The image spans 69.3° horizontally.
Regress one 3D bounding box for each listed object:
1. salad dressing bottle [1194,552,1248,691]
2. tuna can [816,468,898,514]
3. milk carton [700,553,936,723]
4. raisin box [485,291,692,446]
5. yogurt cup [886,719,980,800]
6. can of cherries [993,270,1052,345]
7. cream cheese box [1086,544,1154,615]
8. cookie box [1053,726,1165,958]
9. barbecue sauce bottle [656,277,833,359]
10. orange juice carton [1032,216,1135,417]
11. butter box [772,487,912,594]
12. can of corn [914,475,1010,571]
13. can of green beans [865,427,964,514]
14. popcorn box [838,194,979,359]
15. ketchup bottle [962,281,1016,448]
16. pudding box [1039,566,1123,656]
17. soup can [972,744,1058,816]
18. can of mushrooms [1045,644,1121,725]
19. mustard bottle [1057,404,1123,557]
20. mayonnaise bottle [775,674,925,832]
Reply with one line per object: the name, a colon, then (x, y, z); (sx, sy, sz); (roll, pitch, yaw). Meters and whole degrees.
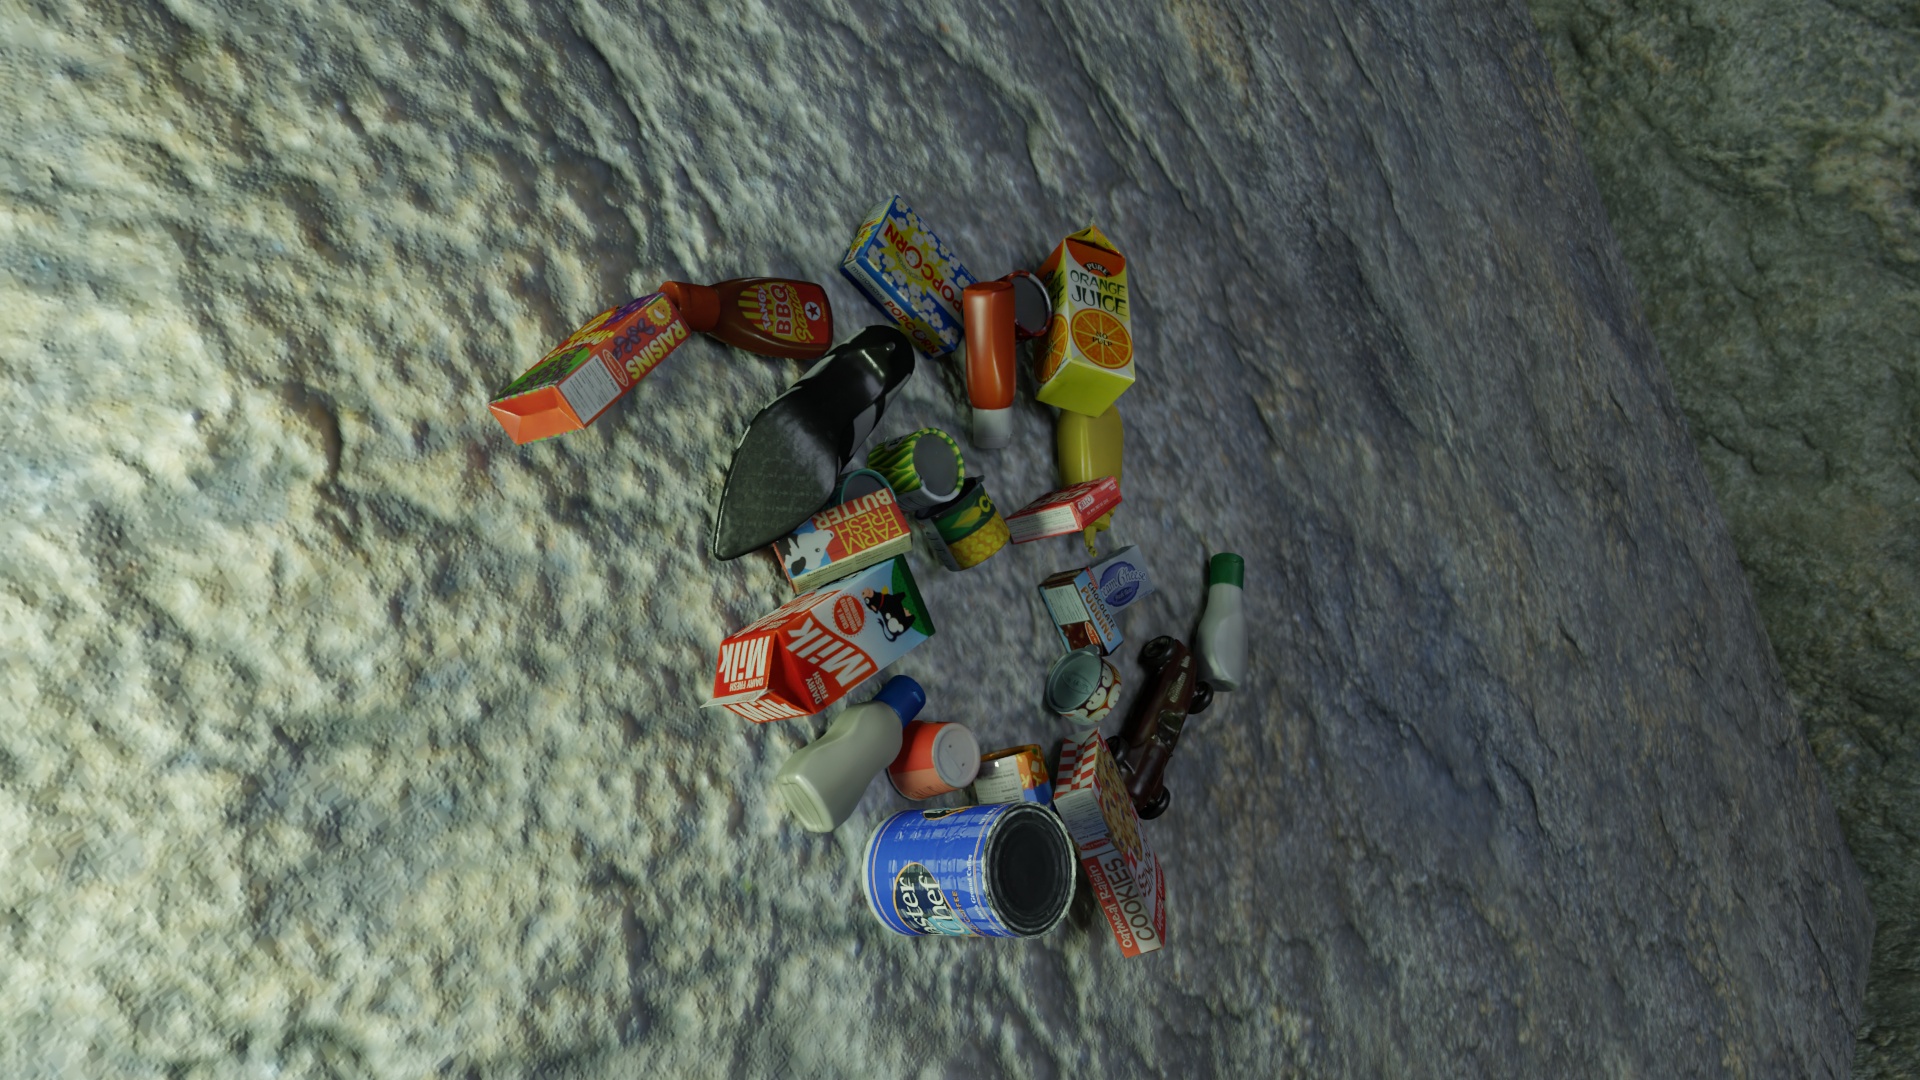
salad dressing bottle: (0.282, 0.087, 1.491); (0.064, 0.044, 0.148); (28, 59, -35)
tuna can: (-0.087, -0.028, 1.161); (0.071, 0.032, 0.071); (14, 70, -42)
milk carton: (-0.113, 0.083, 1.077); (0.191, 0.072, 0.073); (-31, 102, -45)
raisin box: (-0.260, -0.122, 0.977); (0.124, 0.086, 0.040); (-52, 122, -39)
yogurt cup: (-0.020, 0.181, 1.155); (0.072, 0.054, 0.072); (13, 70, -41)
can of cherries: (0.044, -0.216, 1.325); (0.071, 0.058, 0.071); (15, 69, -42)
cream cheese box: (0.149, 0.044, 1.382); (0.104, 0.024, 0.053); (-25, 96, -46)
cookie box: (0.138, 0.270, 1.253); (0.123, 0.040, 0.167); (-66, 133, -71)
barbecue sauce bottle: (-0.172, -0.181, 1.111); (0.149, 0.043, 0.065); (-1, 79, -45)
orange juice carton: (0.117, -0.225, 1.365); (0.073, 0.071, 0.193); (13, 58, -22)
butter box: (-0.094, 0.000, 1.102); (0.104, 0.024, 0.053); (-22, 57, -12)
can of corn: (0.004, -0.015, 1.222); (0.071, 0.071, 0.058); (-46, 113, -41)
can of green beans: (-0.039, -0.060, 1.200); (0.071, 0.057, 0.071); (14, 69, -42)
popcorn box: (-0.043, -0.237, 1.259); (0.126, 0.038, 0.085); (43, 52, -28)
ketchup bottle: (0.028, -0.160, 1.271); (0.065, 0.043, 0.148); (-41, 132, -62)
pudding box: (0.114, 0.070, 1.322); (0.030, 0.049, 0.083); (-34, 103, -43)
soup can: (0.049, 0.225, 1.204); (0.071, 0.071, 0.083); (-11, 87, -46)
can of mushrooms: (0.116, 0.134, 1.293); (0.033, 0.071, 0.071); (37, 55, -33)
mustard bottle: (0.127, -0.061, 1.371); (0.065, 0.048, 0.160); (16, 69, -37)
mayonnaise bottle: (-0.082, 0.164, 1.109); (0.149, 0.041, 0.064); (-44, 112, -43)
